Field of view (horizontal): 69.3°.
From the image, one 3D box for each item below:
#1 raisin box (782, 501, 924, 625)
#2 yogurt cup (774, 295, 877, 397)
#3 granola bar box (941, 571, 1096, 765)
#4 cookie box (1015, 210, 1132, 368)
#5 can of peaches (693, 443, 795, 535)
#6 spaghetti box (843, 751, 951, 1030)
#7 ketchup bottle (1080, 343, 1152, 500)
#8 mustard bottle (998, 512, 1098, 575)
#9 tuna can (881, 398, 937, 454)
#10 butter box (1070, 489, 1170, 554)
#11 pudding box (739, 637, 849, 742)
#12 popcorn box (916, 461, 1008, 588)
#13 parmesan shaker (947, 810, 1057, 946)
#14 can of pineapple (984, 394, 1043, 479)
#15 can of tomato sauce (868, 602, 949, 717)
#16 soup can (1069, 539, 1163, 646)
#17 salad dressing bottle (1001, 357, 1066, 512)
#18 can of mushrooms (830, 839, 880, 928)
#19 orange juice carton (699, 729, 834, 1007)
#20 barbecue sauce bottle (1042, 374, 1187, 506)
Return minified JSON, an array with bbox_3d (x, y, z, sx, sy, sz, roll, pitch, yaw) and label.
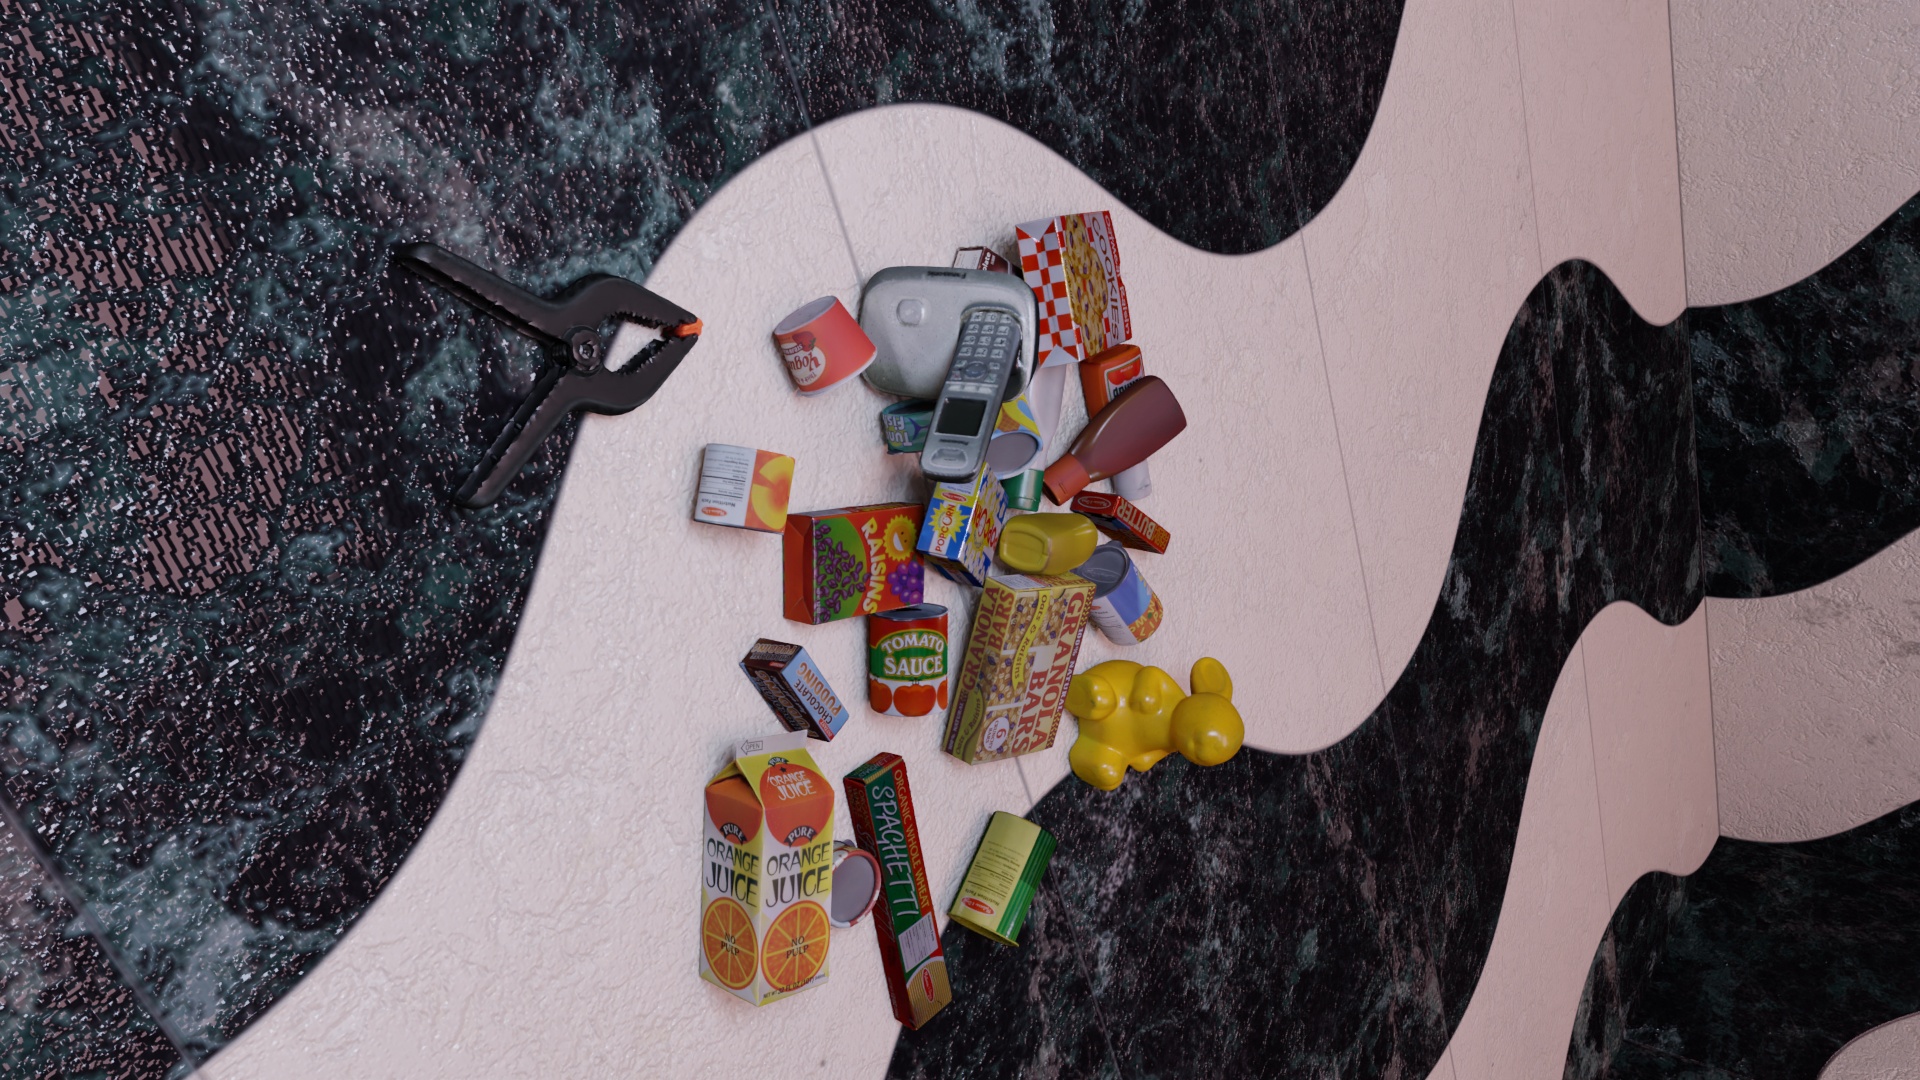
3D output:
[{"bbox_3d":[-0.083,0.015,1.114,0.124,0.040,0.086,-8,100,-47],"label":"raisin box"},{"bbox_3d":[-0.104,-0.149,1.052,0.073,0.072,0.053,-47,119,-32],"label":"yogurt cup"},{"bbox_3d":[0.055,0.113,1.248,0.124,0.039,0.165,-1,110,-51],"label":"granola bar box"},{"bbox_3d":[0.105,-0.227,1.234,0.168,0.040,0.122,-33,113,-64],"label":"cookie box"},{"bbox_3d":[-0.156,-0.037,1.010,0.071,0.071,0.058,10,87,-48],"label":"can of peaches"},{"bbox_3d":[-0.052,0.302,1.195,0.050,0.028,0.249,-27,115,-42],"label":"spaghetti box"},{"bbox_3d":[0.157,-0.113,1.354,0.065,0.043,0.148,-27,115,-32],"label":"ketchup bottle"},{"bbox_3d":[0.092,0.001,1.283,0.160,0.065,0.048,-9,114,-61],"label":"mustard bottle"},{"bbox_3d":[-0.032,-0.095,1.135,0.071,0.071,0.032,-27,114,-42],"label":"tuna can"},{"bbox_3d":[0.158,-0.018,1.361,0.103,0.053,0.024,32,74,-45],"label":"butter box"},{"bbox_3d":[-0.128,0.115,1.072,0.030,0.049,0.083,-52,130,-31],"label":"pudding box"},{"bbox_3d":[0.004,-0.015,1.166,0.126,0.038,0.085,51,55,-73],"label":"popcorn box"},{"bbox_3d":[0.042,0.308,1.267,0.071,0.071,0.103,45,63,-41],"label":"parmesan shaker"},{"bbox_3d":[0.031,-0.094,1.188,0.071,0.071,0.058,27,35,-46],"label":"can of pineapple"},{"bbox_3d":[-0.042,0.098,1.148,0.071,0.071,0.083,-9,103,-46],"label":"can of tomato sauce"},{"bbox_3d":[0.153,0.052,1.356,0.083,0.071,0.071,51,60,-39],"label":"soup can"},{"bbox_3d":[0.063,-0.101,1.254,0.064,0.044,0.147,7,91,-57],"label":"salad dressing bottle"},{"bbox_3d":[-0.098,0.280,1.139,0.071,0.033,0.071,-8,101,-46],"label":"can of mushrooms"},{"bbox_3d":[-0.146,0.242,1.053,0.072,0.073,0.192,-3,97,-47],"label":"orange juice carton"},{"bbox_3d":[0.139,-0.089,1.301,0.149,0.044,0.064,-37,111,-10],"label":"barbecue sauce bottle"}]
